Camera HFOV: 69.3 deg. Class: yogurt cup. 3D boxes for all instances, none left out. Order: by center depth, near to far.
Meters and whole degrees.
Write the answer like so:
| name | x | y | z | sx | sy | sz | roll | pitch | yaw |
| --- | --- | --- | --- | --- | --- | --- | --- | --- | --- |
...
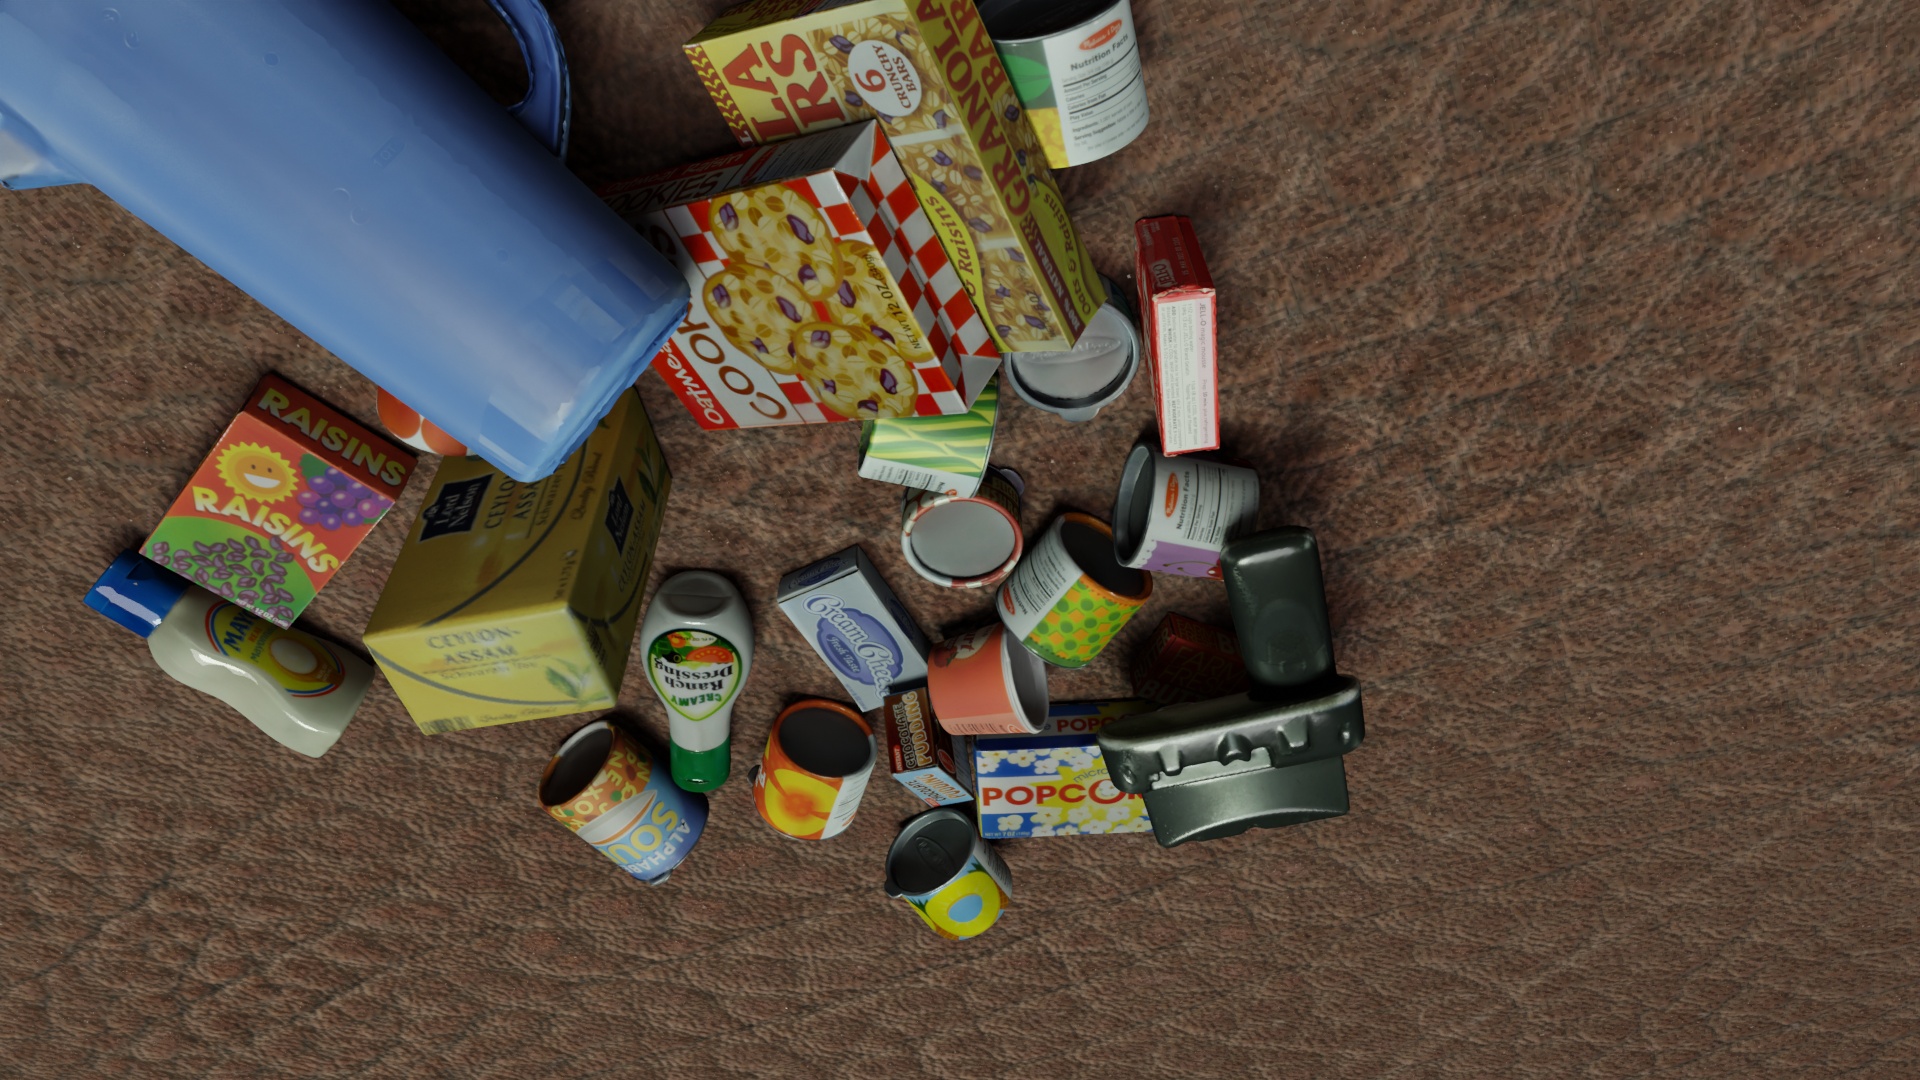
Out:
| name | x | y | z | sx | sy | sz | roll | pitch | yaw |
| --- | --- | --- | --- | --- | --- | --- | --- | --- | --- |
| yogurt cup | 0.016 | 0.081 | 0.801 | 0.054 | 0.073 | 0.072 | -13 | 129 | 19 |

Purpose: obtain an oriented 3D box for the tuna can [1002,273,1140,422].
| name | x | y | z | sx | sy | sz | roll | pitch | yaw |
| --- | --- | --- | --- | --- | --- | --- | --- | --- | --- |
| tuna can | 0.054 | -0.095 | 0.678 | 0.071 | 0.033 | 0.070 | -1 | 129 | -1 |

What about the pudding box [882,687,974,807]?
| name | x | y | z | sx | sy | sz | roll | pitch | yaw |
| --- | --- | --- | --- | --- | --- | --- | --- | --- | --- |
| pudding box | -0.019 | 0.124 | 0.825 | 0.030 | 0.050 | 0.083 | -13 | 153 | 10 |

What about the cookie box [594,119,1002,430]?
| name | x | y | z | sx | sy | sz | roll | pitch | yaw |
| --- | --- | --- | --- | --- | --- | --- | --- | --- | --- |
| cookie box | -0.082 | -0.109 | 0.614 | 0.167 | 0.040 | 0.122 | 0 | 135 | 37 |

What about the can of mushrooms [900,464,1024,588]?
| name | x | y | z | sx | sy | sz | roll | pitch | yaw |
| --- | --- | --- | --- | --- | --- | --- | --- | --- | --- |
| can of mushrooms | 0.003 | -0.009 | 0.746 | 0.071 | 0.034 | 0.070 | 0 | 129 | 0 |

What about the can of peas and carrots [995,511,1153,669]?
| name | x | y | z | sx | sy | sz | roll | pitch | yaw |
| --- | --- | --- | --- | --- | --- | --- | --- | --- | --- |
| can of peas and carrots | 0.064 | 0.027 | 0.757 | 0.071 | 0.071 | 0.058 | 25 | 124 | -20 |

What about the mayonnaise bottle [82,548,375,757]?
| name | x | y | z | sx | sy | sz | roll | pitch | yaw |
| --- | --- | --- | --- | --- | --- | --- | --- | --- | --- |
| mayonnaise bottle | -0.408 | 0.060 | 0.777 | 0.148 | 0.065 | 0.041 | 38 | 120 | -23 |

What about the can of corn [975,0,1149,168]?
| name | x | y | z | sx | sy | sz | roll | pitch | yaw |
| --- | --- | --- | --- | --- | --- | --- | --- | --- | --- |
| can of corn | 0.040 | -0.197 | 0.576 | 0.071 | 0.071 | 0.058 | -12 | 131 | 9 |

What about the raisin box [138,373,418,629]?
| name | x | y | z | sx | sy | sz | roll | pitch | yaw |
| --- | --- | --- | --- | --- | --- | --- | --- | --- | --- |
| raisin box | -0.357 | -0.018 | 0.728 | 0.086 | 0.040 | 0.123 | 36 | 121 | -25 |

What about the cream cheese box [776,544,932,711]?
| name | x | y | z | sx | sy | sz | roll | pitch | yaw |
| --- | --- | --- | --- | --- | --- | --- | --- | --- | --- |
| cream cheese box | -0.057 | 0.053 | 0.801 | 0.053 | 0.024 | 0.103 | -22 | 126 | 15 |

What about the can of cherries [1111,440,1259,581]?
| name | x | y | z | sx | sy | sz | roll | pitch | yaw |
| --- | --- | --- | --- | --- | --- | --- | --- | --- | --- |
| can of cherries | 0.116 | -0.015 | 0.726 | 0.058 | 0.072 | 0.071 | 8 | 128 | -9 |

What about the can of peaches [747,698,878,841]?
| name | x | y | z | sx | sy | sz | roll | pitch | yaw |
| --- | --- | --- | --- | --- | --- | --- | --- | --- | --- |
| can of peaches | -0.090 | 0.137 | 0.842 | 0.071 | 0.071 | 0.057 | 13 | 128 | -12 |

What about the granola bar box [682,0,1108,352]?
| name | x | y | z | sx | sy | sz | roll | pitch | yaw |
| --- | --- | --- | --- | --- | --- | --- | --- | --- | --- |
| granola bar box | -0.025 | -0.155 | 0.589 | 0.124 | 0.039 | 0.165 | 5 | 138 | 40 |

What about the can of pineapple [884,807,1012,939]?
| name | x | y | z | sx | sy | sz | roll | pitch | yaw |
| --- | --- | --- | --- | --- | --- | --- | --- | --- | --- |
| can of pineapple | -0.008 | 0.219 | 0.908 | 0.071 | 0.071 | 0.057 | -23 | 126 | 16 |

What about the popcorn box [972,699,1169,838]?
| name | x | y | z | sx | sy | sz | roll | pitch | yaw |
| --- | --- | --- | --- | --- | --- | --- | --- | --- | --- |
| popcorn box | 0.072 | 0.143 | 0.867 | 0.127 | 0.038 | 0.084 | -3 | 128 | 1 |

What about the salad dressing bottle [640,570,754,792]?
| name | x | y | z | sx | sy | sz | roll | pitch | yaw |
| --- | --- | --- | --- | --- | --- | --- | --- | --- | --- |
| salad dressing bottle | -0.153 | 0.086 | 0.813 | 0.064 | 0.044 | 0.146 | 3 | 129 | -5 |

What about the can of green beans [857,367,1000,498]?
| name | x | y | z | sx | sy | sz | roll | pitch | yaw |
| --- | --- | --- | --- | --- | --- | --- | --- | --- | --- |
| can of green beans | -0.016 | -0.058 | 0.685 | 0.058 | 0.071 | 0.071 | 11 | 128 | -9 |

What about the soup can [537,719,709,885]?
| name | x | y | z | sx | sy | sz | roll | pitch | yaw |
| --- | --- | --- | --- | --- | --- | --- | --- | --- | --- |
| soup can | -0.207 | 0.162 | 0.855 | 0.071 | 0.072 | 0.083 | -29 | 124 | 21 |

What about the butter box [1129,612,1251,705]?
| name | x | y | z | sx | sy | sz | roll | pitch | yaw |
| --- | --- | --- | --- | --- | --- | --- | --- | --- | --- |
| butter box | 0.158 | 0.082 | 0.829 | 0.103 | 0.024 | 0.052 | 19 | 127 | -16 |

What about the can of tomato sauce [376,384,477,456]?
| name | x | y | z | sx | sy | sz | roll | pitch | yaw |
| --- | --- | --- | --- | --- | --- | --- | --- | --- | --- |
| can of tomato sauce | -0.238 | -0.092 | 0.654 | 0.071 | 0.071 | 0.082 | 16 | 128 | -13 |
